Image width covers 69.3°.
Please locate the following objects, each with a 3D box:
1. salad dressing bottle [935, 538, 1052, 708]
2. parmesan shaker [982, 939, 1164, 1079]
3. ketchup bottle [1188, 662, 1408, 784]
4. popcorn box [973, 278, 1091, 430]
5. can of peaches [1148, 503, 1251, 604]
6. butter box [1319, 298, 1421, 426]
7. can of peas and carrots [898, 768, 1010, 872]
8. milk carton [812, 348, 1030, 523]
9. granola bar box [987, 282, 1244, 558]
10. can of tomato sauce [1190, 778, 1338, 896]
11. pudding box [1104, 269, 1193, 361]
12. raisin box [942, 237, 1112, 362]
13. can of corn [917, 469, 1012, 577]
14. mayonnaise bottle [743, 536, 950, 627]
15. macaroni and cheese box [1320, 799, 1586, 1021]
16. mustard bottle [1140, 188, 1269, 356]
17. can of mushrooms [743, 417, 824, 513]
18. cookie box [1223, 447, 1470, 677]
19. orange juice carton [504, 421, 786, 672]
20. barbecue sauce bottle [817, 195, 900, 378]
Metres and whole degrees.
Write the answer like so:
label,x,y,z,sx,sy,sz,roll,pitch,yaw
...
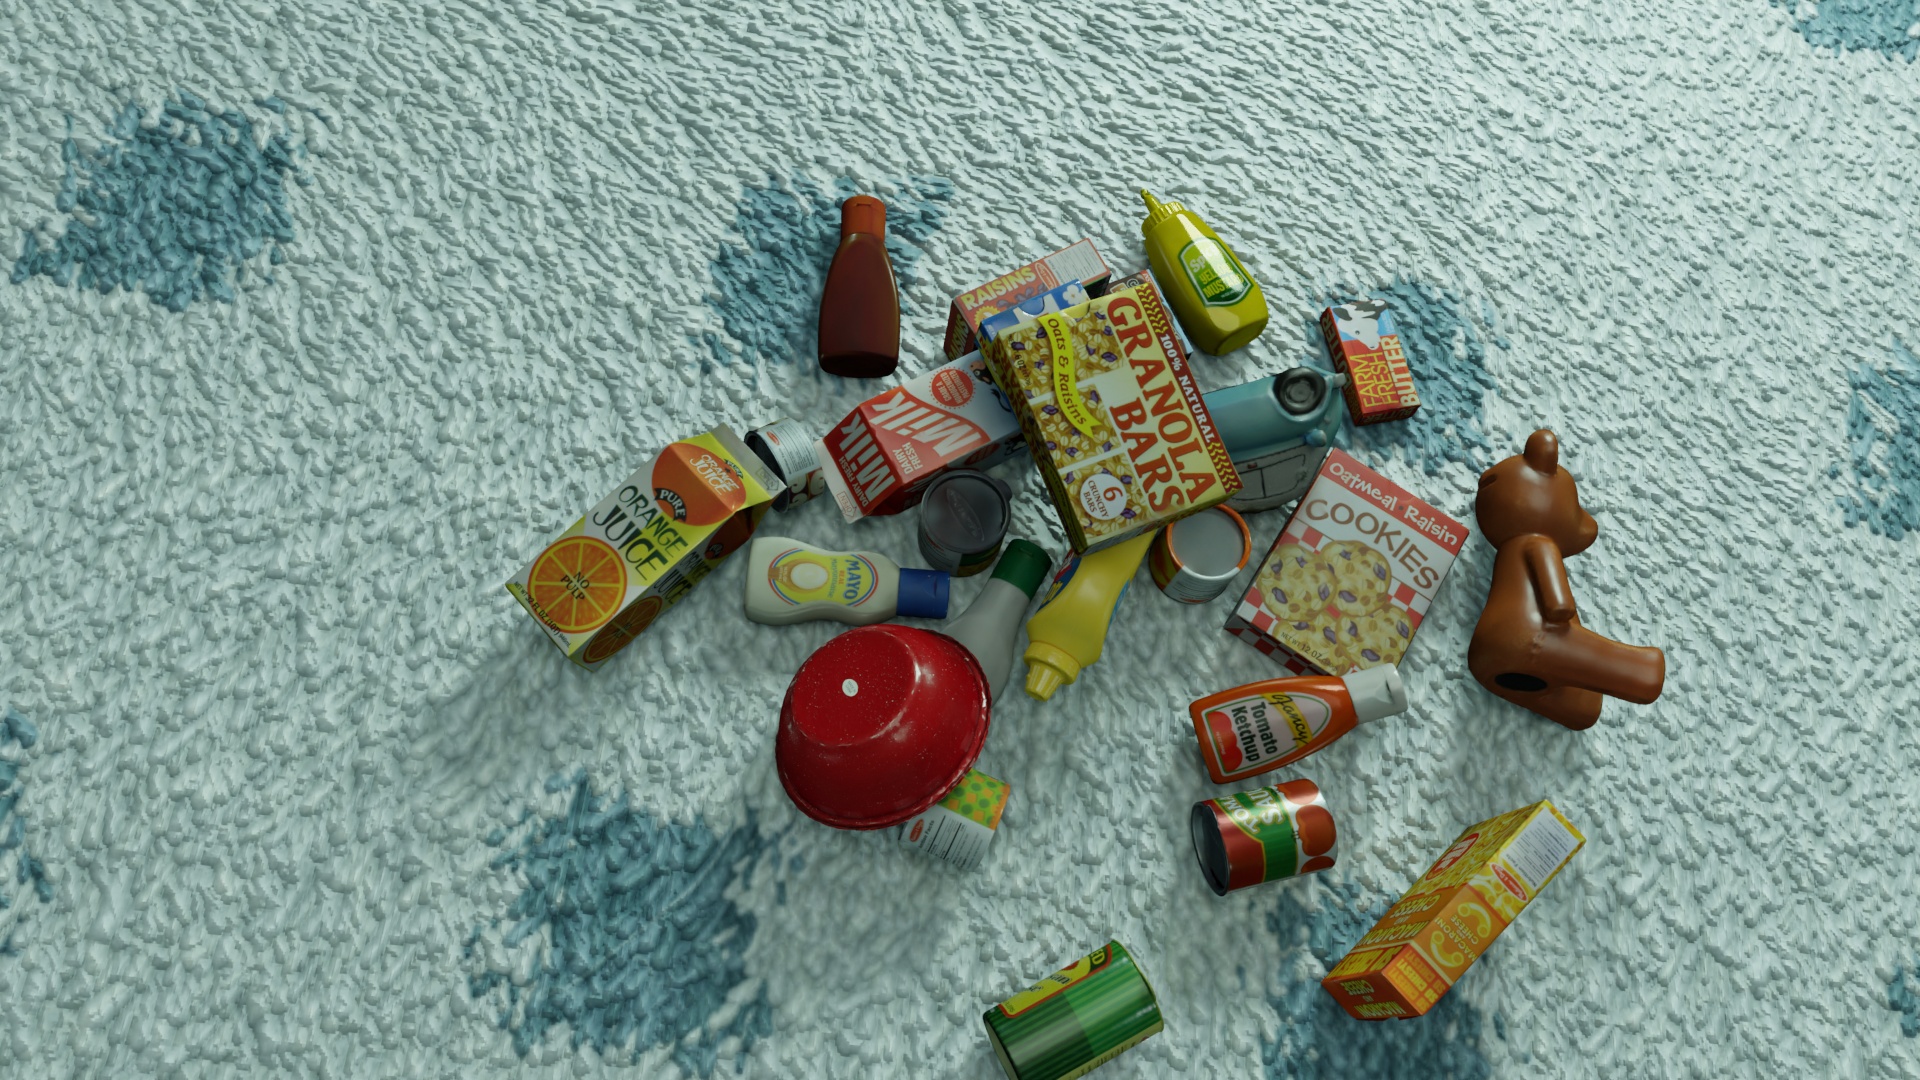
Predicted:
label,x,y,z,sx,sy,sz,roll,pitch,yaw
salad dressing bottle,0.019,0.067,1.022,0.064,0.043,0.148,26,68,13
parmesan shaker,0.074,0.318,0.919,0.103,0.071,0.071,-24,74,-14
ketchup bottle,0.244,0.126,1.001,0.149,0.043,0.065,-18,85,6
popcorn box,0.077,-0.117,1.019,0.085,0.038,0.127,-26,82,-14
can of peaches,0.180,0.007,1.053,0.071,0.058,0.071,2,70,-5
butter box,0.337,-0.147,1.144,0.053,0.024,0.104,-9,71,-10
can of peas and carrots,-0.003,0.187,0.964,0.059,0.070,0.071,24,69,2
milk carton,-0.016,-0.082,1.056,0.191,0.073,0.072,-26,77,-15
granola bar box,0.108,-0.087,0.976,0.124,0.039,0.165,-20,81,-15
can of tomato sauce,0.213,0.206,0.976,0.083,0.071,0.071,-11,71,-10
pudding box,0.148,-0.174,1.131,0.050,0.030,0.084,-20,73,-14
raisin box,0.050,-0.181,1.094,0.124,0.086,0.040,-27,77,-15
can of corn,0.004,-0.013,1.041,0.071,0.058,0.071,2,70,-5
mayonnaise bottle,-0.083,0.034,1.024,0.148,0.041,0.065,5,68,-4
macaroni and cheese box,0.332,0.254,0.942,0.167,0.123,0.040,-39,77,-17
mustard bottle,0.190,-0.229,1.146,0.065,0.048,0.160,-27,75,-16
can of mushrooms,-0.132,-0.056,1.039,0.033,0.070,0.071,-27,75,-25
cookie box,0.298,0.029,1.066,0.123,0.040,0.168,33,70,7
orange juice carton,-0.219,0.000,0.991,0.193,0.073,0.072,-42,79,-9
barbecue sauce bottle,-0.080,-0.205,1.112,0.065,0.043,0.149,2,69,-5
